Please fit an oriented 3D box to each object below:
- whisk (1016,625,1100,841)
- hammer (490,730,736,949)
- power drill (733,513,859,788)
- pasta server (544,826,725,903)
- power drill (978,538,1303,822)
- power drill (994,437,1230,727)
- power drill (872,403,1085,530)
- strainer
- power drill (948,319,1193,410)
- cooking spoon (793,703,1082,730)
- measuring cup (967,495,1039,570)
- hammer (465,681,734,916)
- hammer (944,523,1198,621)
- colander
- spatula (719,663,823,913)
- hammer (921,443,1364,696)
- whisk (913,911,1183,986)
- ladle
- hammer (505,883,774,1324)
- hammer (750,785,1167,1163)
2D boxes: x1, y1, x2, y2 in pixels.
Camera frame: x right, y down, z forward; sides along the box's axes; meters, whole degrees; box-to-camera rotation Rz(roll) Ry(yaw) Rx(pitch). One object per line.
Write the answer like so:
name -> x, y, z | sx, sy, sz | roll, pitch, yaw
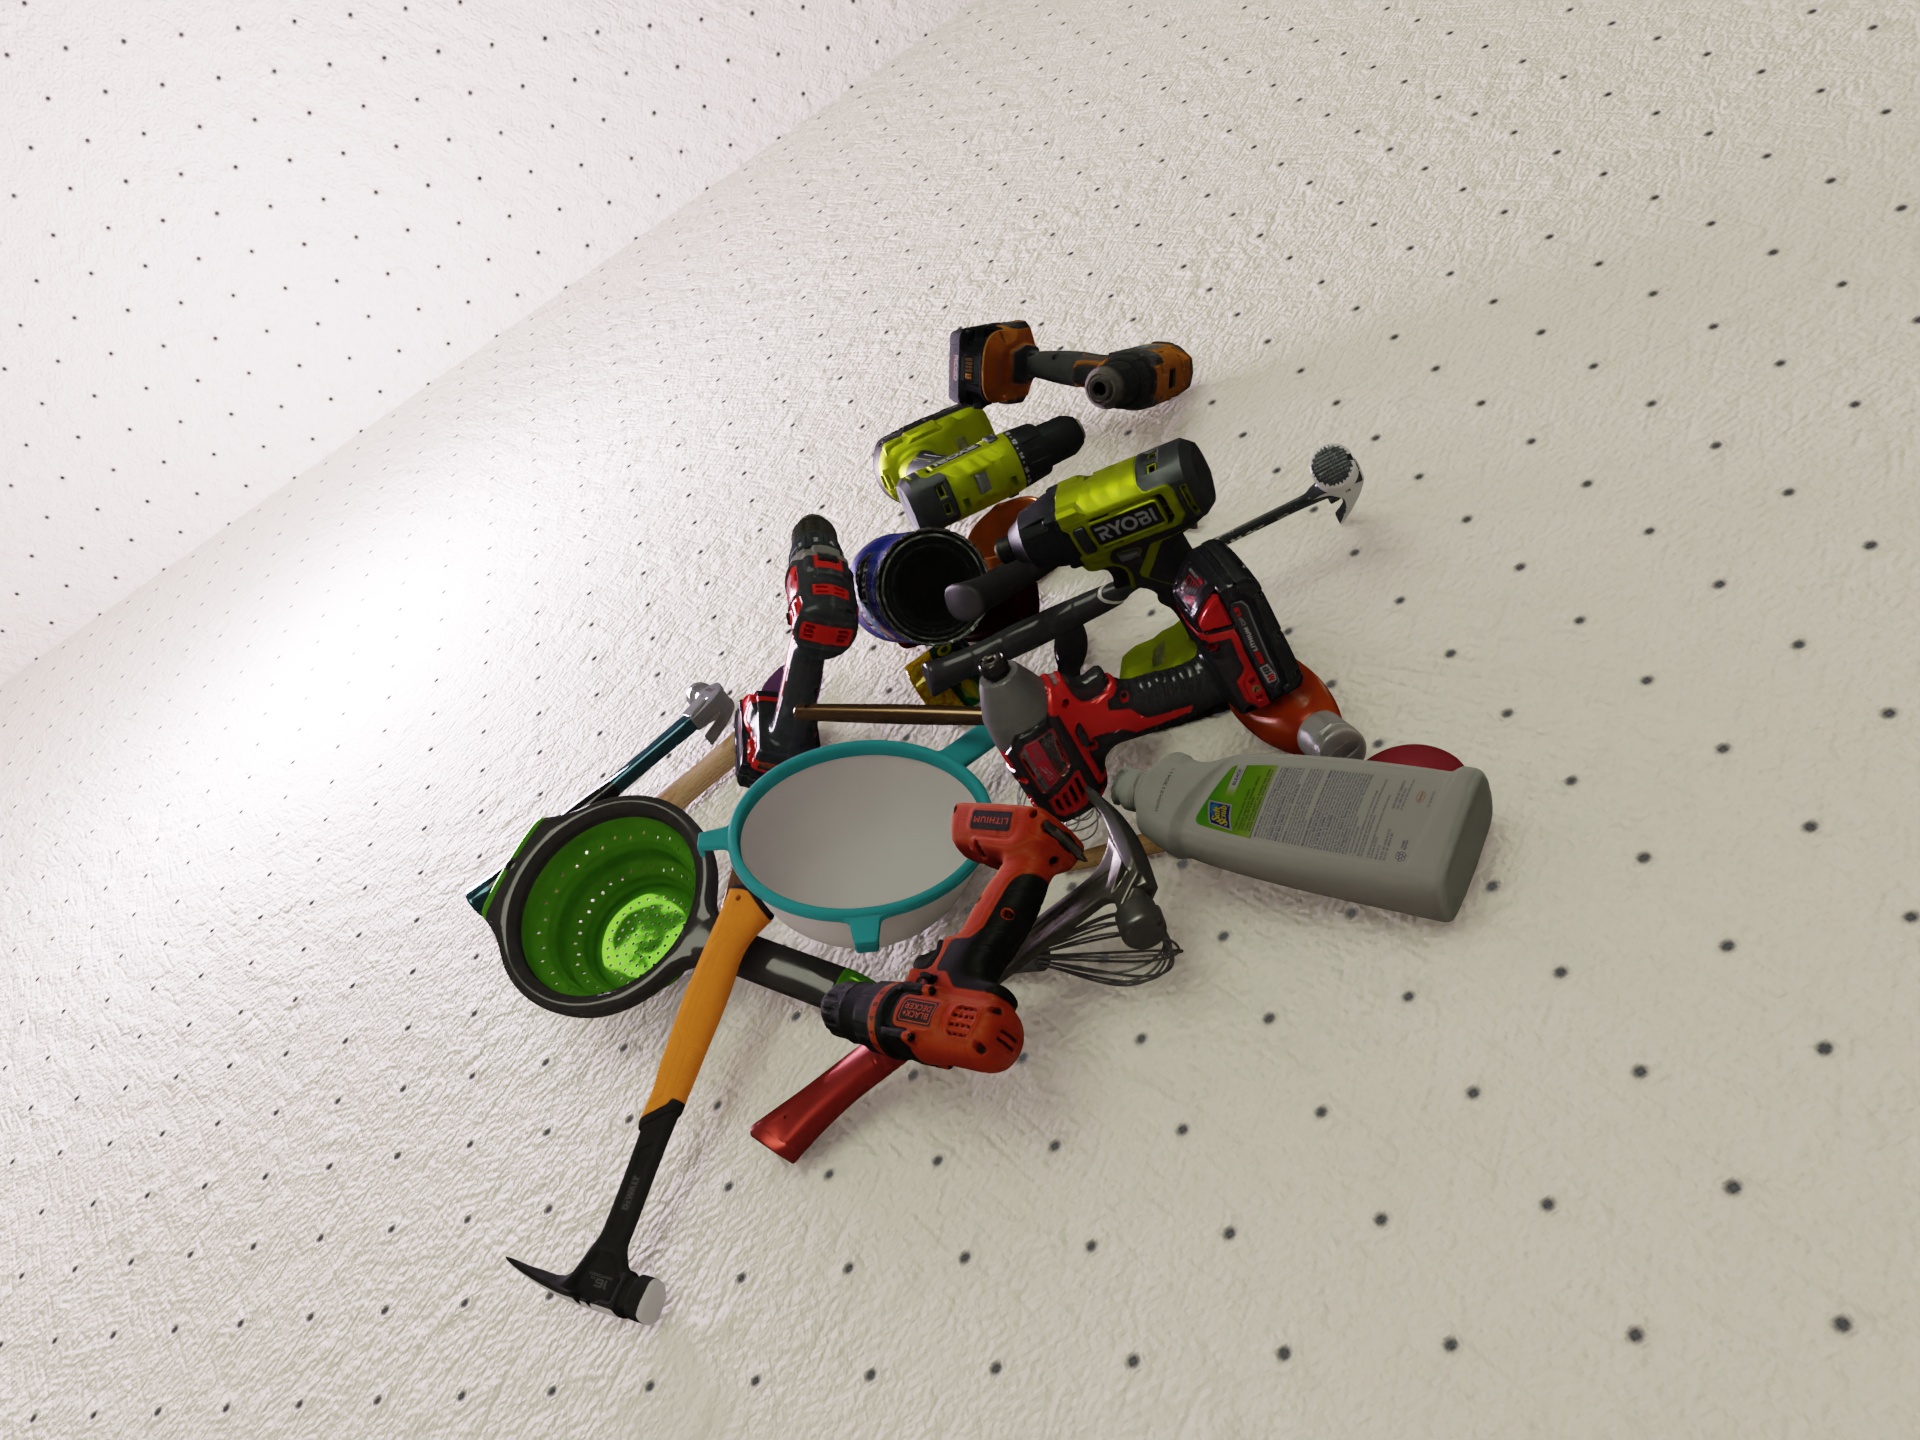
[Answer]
whisk -> 0.086, 0.000, 1.326 | 0.070, 0.070, 0.285 | -21, 34, 22
hammer -> -0.325, 0.114, 1.573 | 0.331, 0.031, 0.130 | -40, 34, -4
power drill -> -0.149, -0.064, 1.466 | 0.188, 0.080, 0.226 | -103, 26, -52
pasta server -> -0.281, 0.124, 1.473 | 0.316, 0.040, 0.060 | -18, 54, 17
power drill -> 0.122, -0.031, 1.156 | 0.219, 0.143, 0.079 | -30, 30, 5
power drill -> 0.144, -0.101, 1.240 | 0.171, 0.223, 0.080 | -19, 38, 24
power drill -> 0.012, -0.267, 1.625 | 0.190, 0.080, 0.229 | -26, 21, -8
strainer -> -0.035, 0.084, 1.316 | 0.211, 0.095, 0.340 | 25, 45, 33
power drill -> 0.100, -0.348, 1.591 | 0.226, 0.084, 0.185 | 11, 22, 24
cooking spoon -> -0.002, -0.004, 1.315 | 0.319, 0.017, 0.069 | 1, 36, 28
measuring cup -> 0.020, -0.149, 1.556 | 0.173, 0.052, 0.095 | -32, 35, 11
hammer -> -0.359, 0.075, 1.597 | 0.331, 0.033, 0.128 | -42, 21, -17
hammer -> 0.087, -0.146, 1.374 | 0.146, 0.035, 0.335 | -1, 18, 31
colander -> -0.223, 0.194, 1.358 | 0.397, 0.094, 0.205 | 15, 66, 28
spatula -> -0.188, 0.059, 1.520 | 0.060, 0.018, 0.316 | 7, 48, 4
hammer -> 0.146, -0.115, 1.336 | 0.409, 0.149, 0.036 | -25, 79, 17
whisk -> 0.056, 0.173, 1.161 | 0.239, 0.055, 0.055 | -12, 42, 38
ladle -> 0.210, 0.071, 1.160 | 0.315, 0.031, 0.069 | -17, 39, 29
hammer -> -0.227, 0.280, 1.225 | 0.127, 0.034, 0.337 | 7, 62, 25
hammer -> -0.012, 0.198, 1.144 | 0.359, 0.036, 0.149 | -39, 33, 15
